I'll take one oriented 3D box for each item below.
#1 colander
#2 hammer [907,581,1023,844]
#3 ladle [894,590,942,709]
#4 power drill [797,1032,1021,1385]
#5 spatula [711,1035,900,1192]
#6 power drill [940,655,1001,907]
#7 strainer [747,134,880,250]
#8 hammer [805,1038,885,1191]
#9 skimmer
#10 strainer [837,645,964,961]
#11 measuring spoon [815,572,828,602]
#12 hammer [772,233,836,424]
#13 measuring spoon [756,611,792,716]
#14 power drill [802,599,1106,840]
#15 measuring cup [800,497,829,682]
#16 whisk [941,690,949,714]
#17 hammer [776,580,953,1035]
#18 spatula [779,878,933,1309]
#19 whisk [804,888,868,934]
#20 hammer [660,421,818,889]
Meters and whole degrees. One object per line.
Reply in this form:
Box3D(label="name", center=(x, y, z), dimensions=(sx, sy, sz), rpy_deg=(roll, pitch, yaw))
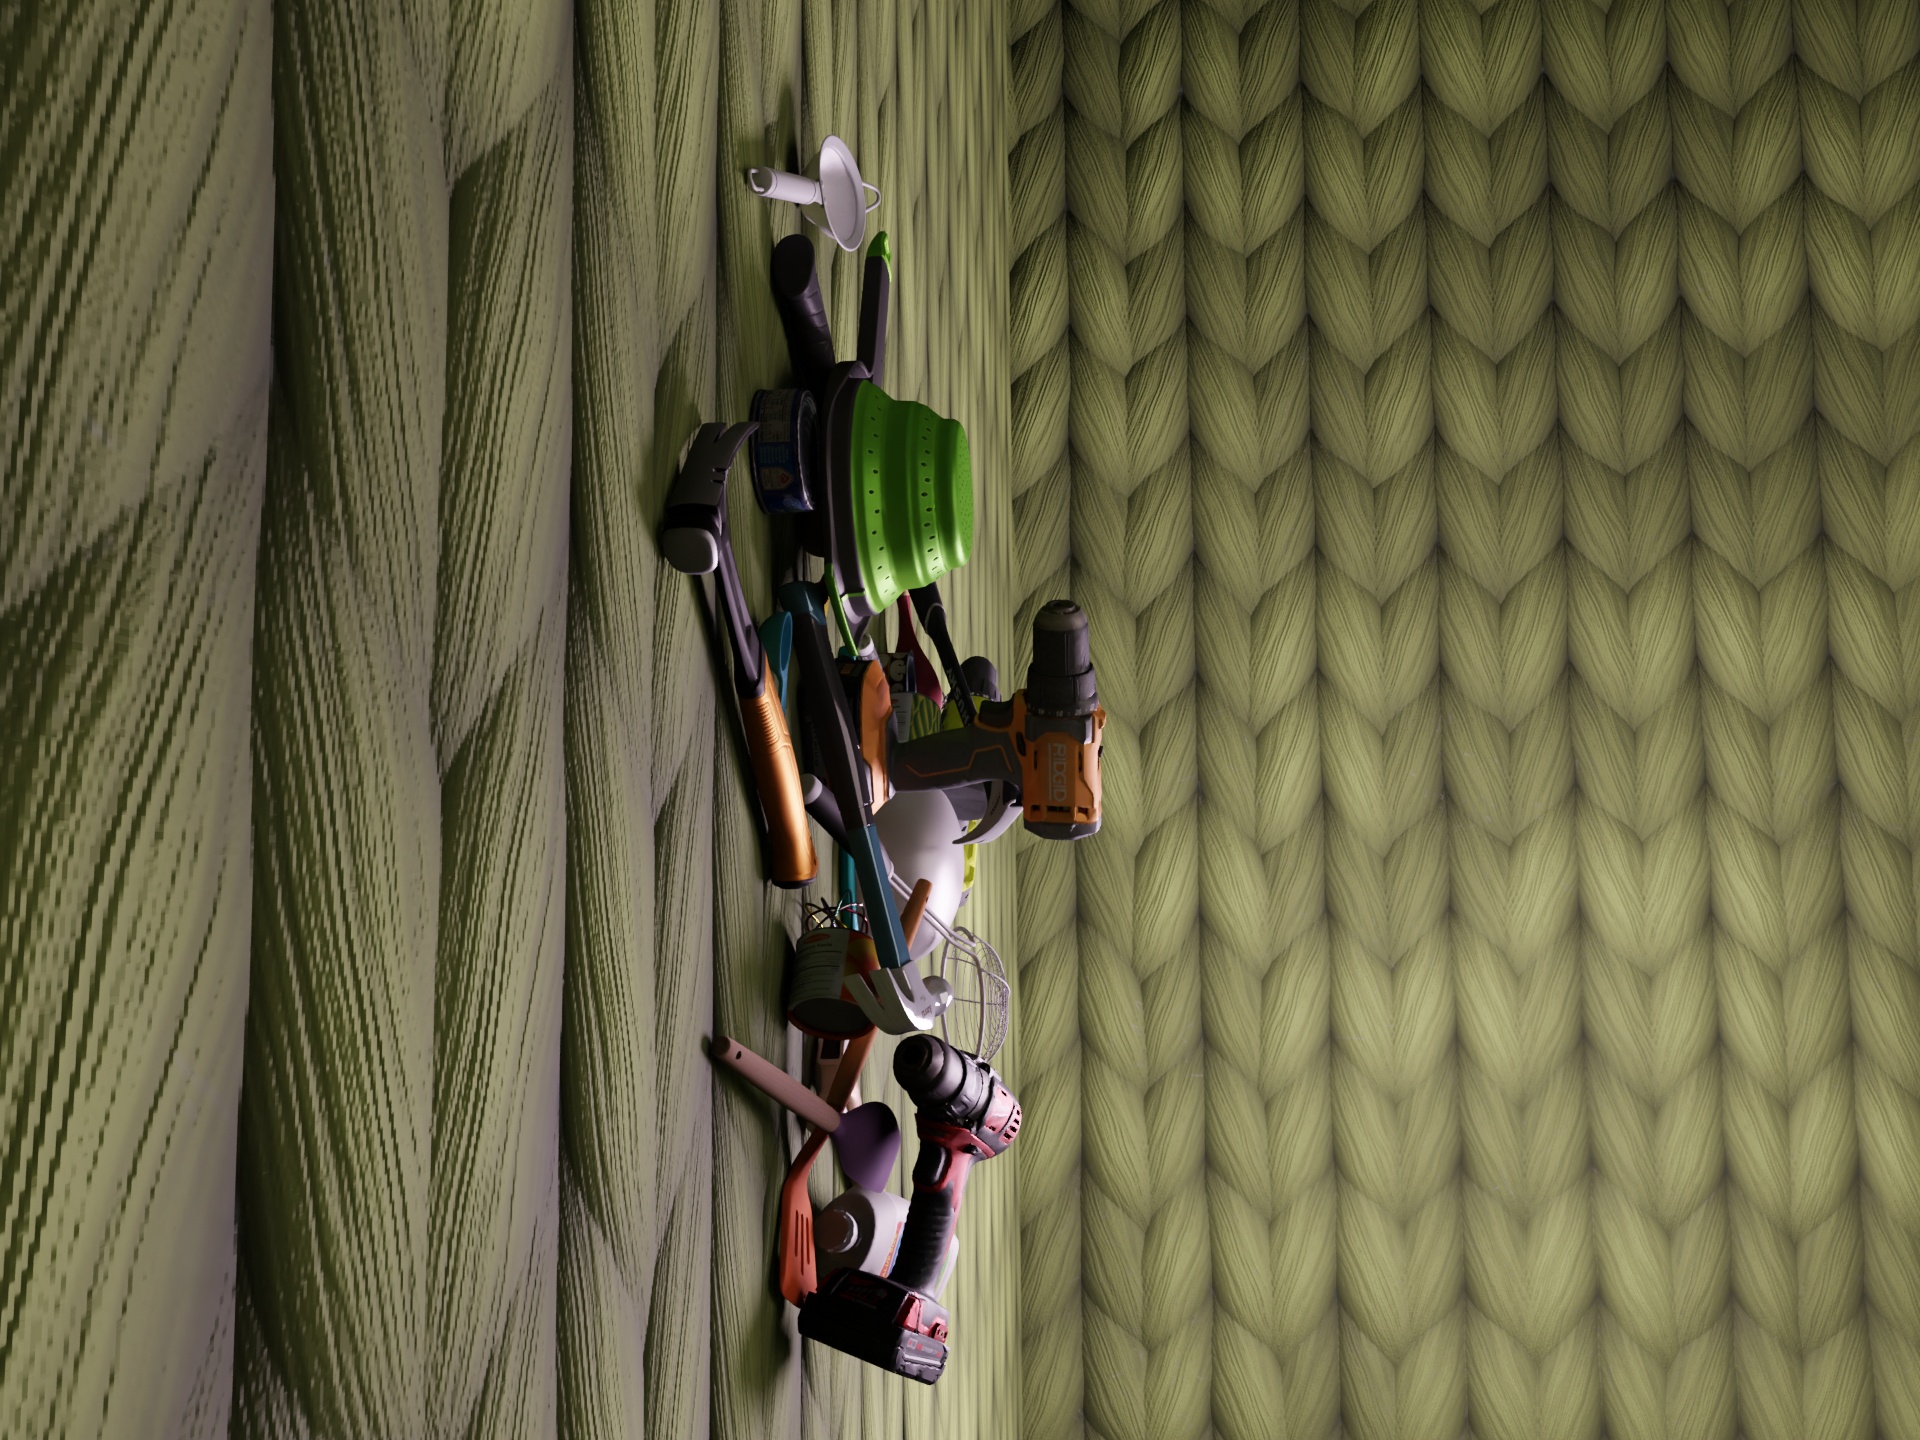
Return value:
Box3D(label="colander", center=(-0.038, -0.239, 1.242), dimensions=(0.204, 0.094, 0.397), rpy_deg=(77, 13, -57))
Box3D(label="hammer", center=(-0.018, -0.072, 1.434), dimensions=(0.149, 0.036, 0.409), rpy_deg=(115, -35, -45))
Box3D(label="ladle", center=(-0.060, -0.153, 1.620), dimensions=(0.031, 0.069, 0.315), rpy_deg=(-10, 96, -45))
Box3D(label="power drill", center=(-0.033, 0.341, 1.138), dimensions=(0.227, 0.080, 0.187), rpy_deg=(-68, 153, -21))
Box3D(label="spatula", center=(-0.095, 0.260, 1.067), dimensions=(0.060, 0.018, 0.315), rpy_deg=(-70, 155, -21))
Box3D(label="power drill", center=(-0.004, 0.064, 1.618), dimensions=(0.228, 0.080, 0.191), rpy_deg=(106, -7, -45))
Box3D(label="strainer", center=(-0.114, -0.389, 1.166), dimensions=(0.258, 0.050, 0.087), rpy_deg=(-51, 134, -71))
Box3D(label="hammer", center=(-0.084, 0.363, 1.342), dimensions=(0.331, 0.031, 0.130), rpy_deg=(83, 9, -45))
Box3D(label="skimmer", center=(-0.057, 0.166, 1.284), dimensions=(0.362, 0.090, 0.127), rpy_deg=(51, 15, -42))
Box3D(label="strainer", center=(-0.050, 0.079, 1.409), dimensions=(0.211, 0.095, 0.340), rpy_deg=(-82, 170, -55))
Box3D(label="measuring spoon", center=(-0.092, -0.114, 1.206), dimensions=(0.117, 0.011, 0.021), rpy_deg=(-67, 165, -60))
Box3D(label="hammer", center=(-0.102, -0.243, 1.268), dimensions=(0.334, 0.035, 0.146), rpy_deg=(80, 12, -54))
Box3D(label="measuring spoon", center=(-0.131, -0.013, 1.081), dimensions=(0.042, 0.021, 0.128), rpy_deg=(-76, 172, -70))
Box3D(label="power drill", center=(-0.002, -0.004, 1.216), dimensions=(0.084, 0.226, 0.185), rpy_deg=(-67, 157, -65))
Box3D(label="measuring cup", center=(-0.114, -0.105, 1.221), dimensions=(0.062, 0.029, 0.156), rpy_deg=(32, 69, -81))
Box3D(label="whisk", center=(-0.040, 0.015, 1.750), dimensions=(0.239, 0.055, 0.055), rpy_deg=(-61, 150, -69))
Box3D(label="hammer", center=(-0.074, 0.063, 1.131), dimensions=(0.128, 0.033, 0.331), rpy_deg=(-11, 86, -74))
Box3D(label="spatula", center=(-0.075, 0.264, 1.169), dimensions=(0.081, 0.041, 0.323), rpy_deg=(68, 40, -59))
Box3D(label="whisk", center=(-0.092, 0.187, 1.276), dimensions=(0.244, 0.047, 0.051), rpy_deg=(85, 11, -67))
Box3D(label="hammer", center=(-0.128, -0.021, 1.001), dimensions=(0.127, 0.034, 0.336), rpy_deg=(-83, 170, -47))
